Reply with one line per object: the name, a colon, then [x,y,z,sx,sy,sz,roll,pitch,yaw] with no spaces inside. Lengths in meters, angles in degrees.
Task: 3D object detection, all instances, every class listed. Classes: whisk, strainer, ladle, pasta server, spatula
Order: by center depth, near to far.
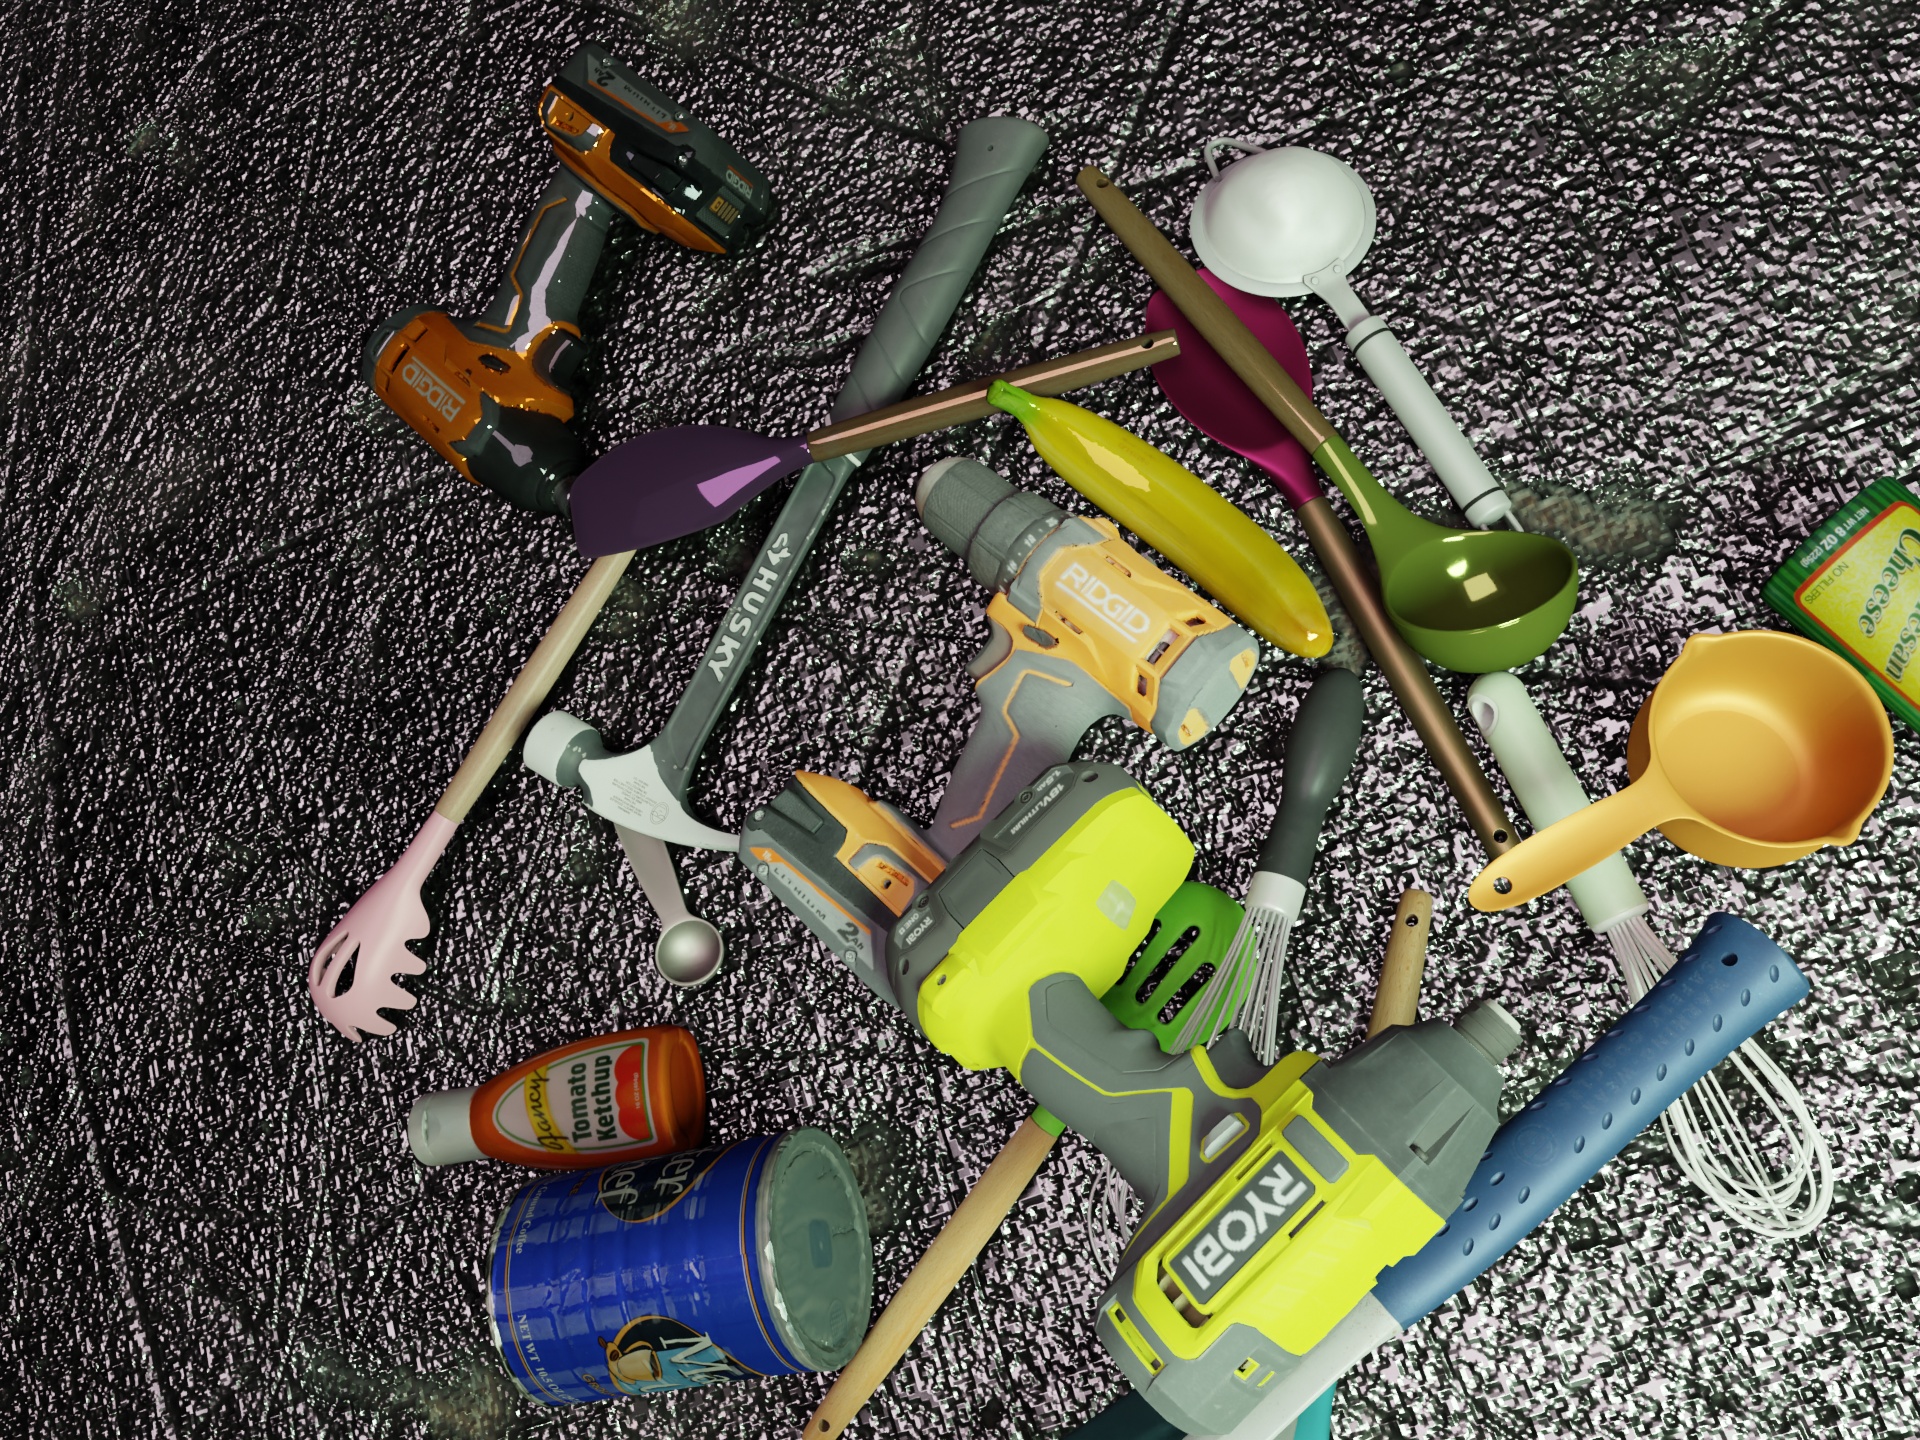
whisk: [0.270,0.086,0.638,0.059,0.057,0.246,-15,68,-19]
spatula: [0.157,0.226,0.660,0.082,0.044,0.317,11,79,21]
whisk: [0.122,0.103,0.661,0.070,0.070,0.285,14,71,22]
ladle: [0.148,-0.147,0.703,0.078,0.062,0.320,-30,69,-14]
strainer: [0.183,-0.183,0.724,0.087,0.050,0.259,-28,74,-3]
spatula: [-0.049,-0.142,0.773,0.316,0.018,0.060,-13,77,13]
pasta server: [-0.254,0.029,0.847,0.060,0.040,0.316,31,87,22]

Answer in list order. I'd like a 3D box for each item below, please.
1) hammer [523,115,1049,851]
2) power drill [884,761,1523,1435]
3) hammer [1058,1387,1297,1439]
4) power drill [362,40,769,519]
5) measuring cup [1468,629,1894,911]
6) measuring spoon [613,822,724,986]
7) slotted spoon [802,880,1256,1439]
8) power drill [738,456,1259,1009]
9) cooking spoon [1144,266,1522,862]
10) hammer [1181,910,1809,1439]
hammer: [-0.065,-0.122,0.801,0.149,0.036,0.409,28,89,19]
power drill: [0.082,0.119,0.591,0.171,0.080,0.223,-46,44,1]
hammer: [0.002,0.339,0.663,0.331,0.033,0.128,-39,25,15]
power drill: [-0.205,-0.224,0.851,0.164,0.084,0.226,41,99,22]
measuring cup: [0.272,0.034,0.623,0.173,0.052,0.095,-29,69,-1]
measuring spoon: [-0.152,0.081,0.807,0.034,0.018,0.124,-27,64,-4]
slotted spoon: [0.024,0.203,0.710,0.070,0.031,0.314,37,95,19]
power drill: [-0.001,-0.002,0.734,0.185,0.084,0.226,41,91,24]
cooking spoon: [0.169,-0.076,0.717,0.069,0.017,0.319,-26,71,3]
hammer: [0.145,0.219,0.566,0.405,0.035,0.144,-40,41,-4]
